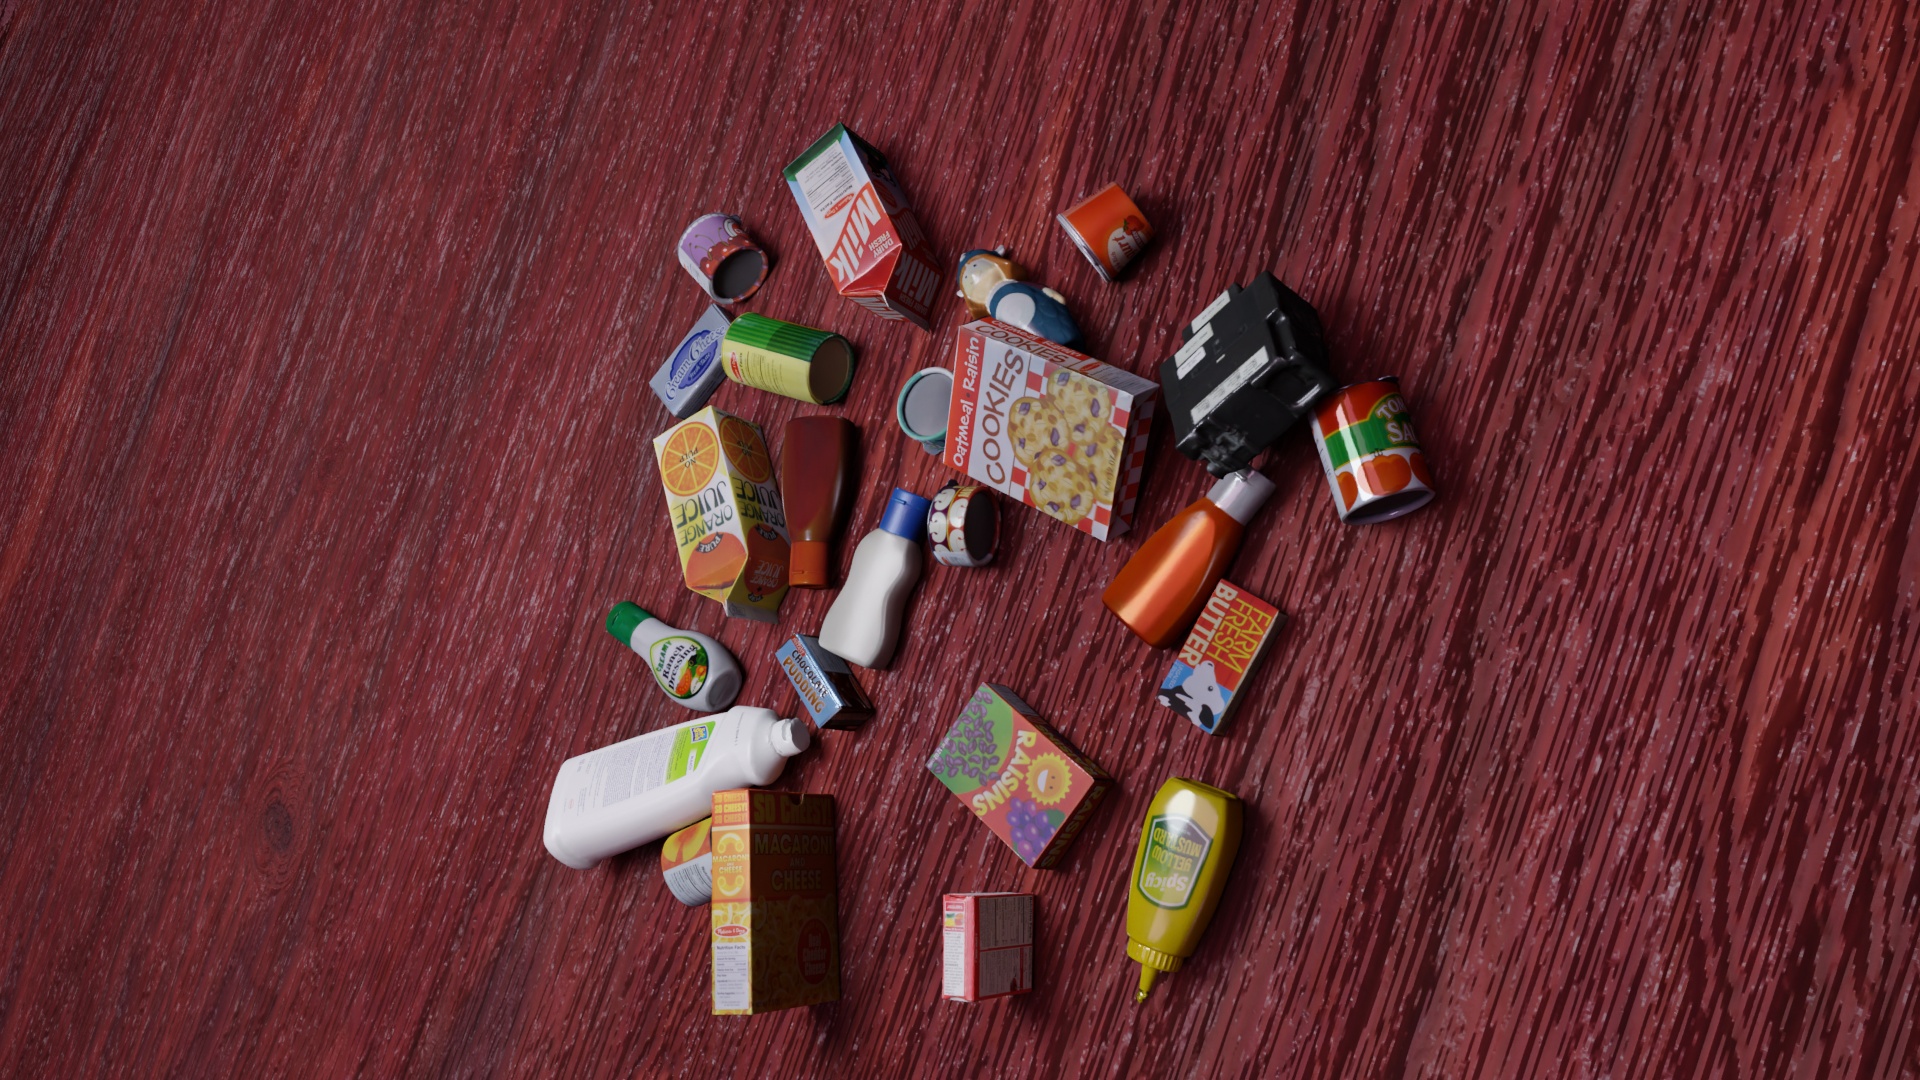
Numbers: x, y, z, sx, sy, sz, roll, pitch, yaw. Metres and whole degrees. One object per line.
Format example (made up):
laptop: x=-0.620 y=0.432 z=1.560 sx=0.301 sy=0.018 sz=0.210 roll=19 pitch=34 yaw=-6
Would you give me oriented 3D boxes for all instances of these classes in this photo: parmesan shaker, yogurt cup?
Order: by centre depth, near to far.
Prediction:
yogurt cup: x=0.117 y=-0.248 z=1.105 sx=0.054 sy=0.072 sz=0.072 roll=-38 pitch=63 yaw=9
parmesan shaker: x=-0.153 y=-0.160 z=1.243 sx=0.103 sy=0.071 sz=0.071 roll=18 pitch=88 yaw=31

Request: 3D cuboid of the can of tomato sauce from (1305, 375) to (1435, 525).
can of tomato sauce: x=0.285 y=-0.061 z=0.961 sx=0.071 sy=0.071 sz=0.083 roll=-22 pitch=70 yaw=25

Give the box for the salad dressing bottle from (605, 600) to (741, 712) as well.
salad dressing bottle: x=-0.262 y=0.102 z=1.258 sx=0.148 sy=0.044 sz=0.064 roll=28 pitch=93 yaw=32

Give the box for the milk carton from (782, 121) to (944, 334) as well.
milk carton: x=-0.079 y=-0.265 z=1.218 sx=0.073 sy=0.072 sz=0.191 roll=-35 pitch=63 yaw=20

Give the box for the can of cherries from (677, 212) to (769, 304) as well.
can of cherries: x=-0.221 y=-0.266 z=1.304 sx=0.071 sy=0.071 sz=0.058 roll=-50 pitch=60 yaw=12

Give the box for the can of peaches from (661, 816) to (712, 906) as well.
can of peaches: x=-0.210 y=0.269 z=1.178 sx=0.058 sy=0.071 sz=0.071 roll=-27 pitch=67 yaw=23

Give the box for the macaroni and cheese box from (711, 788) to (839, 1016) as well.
macaroni and cheese box: x=-0.145 y=0.283 z=1.101 sx=0.040 sy=0.123 sz=0.167 roll=-10 pitch=74 yaw=26

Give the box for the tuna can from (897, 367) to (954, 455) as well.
tuna can: x=-0.019 y=-0.109 z=1.170 sx=0.071 sy=0.033 sz=0.071 roll=-7 pitch=75 yaw=29

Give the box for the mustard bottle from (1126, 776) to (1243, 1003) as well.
mustard bottle: x=0.151 y=0.250 z=0.979 sx=0.065 sy=0.049 sz=0.160 roll=15 pitch=86 yaw=34

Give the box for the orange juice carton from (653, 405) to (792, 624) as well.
orange juice carton: x=-0.205 y=-0.016 z=1.235 sx=0.073 sy=0.072 sz=0.193 roll=-28 pitch=66 yaw=23

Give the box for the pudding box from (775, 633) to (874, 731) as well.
pudding box: x=-0.114 y=0.119 z=1.163 sx=0.030 sy=0.049 sz=0.084 roll=-45 pitch=61 yaw=16

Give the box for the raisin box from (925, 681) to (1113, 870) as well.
raisin box: x=0.044 y=0.179 z=1.064 sx=0.123 sy=0.040 sz=0.086 roll=39 pitch=99 yaw=32

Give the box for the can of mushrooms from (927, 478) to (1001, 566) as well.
can of mushrooms: x=0.004 y=-0.014 z=1.115 sx=0.033 sy=0.071 sz=0.071 roll=2 pitch=80 yaw=30

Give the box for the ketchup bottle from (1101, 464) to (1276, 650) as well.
ketchup bottle: x=0.172 y=0.007 z=1.025 sx=0.065 sy=0.043 sz=0.148 roll=44 pitch=102 yaw=31

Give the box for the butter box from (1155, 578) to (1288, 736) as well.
butter box: x=0.189 y=0.085 z=1.009 sx=0.053 sy=0.024 sz=0.103 roll=30 pitch=95 yaw=31

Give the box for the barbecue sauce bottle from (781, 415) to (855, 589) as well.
barbecue sauce bottle: x=-0.127 y=-0.033 z=1.210 sx=0.065 sy=0.043 sz=0.148 roll=-3 pitch=78 yaw=30

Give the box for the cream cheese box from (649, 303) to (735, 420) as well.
cream cheese box: x=-0.247 y=-0.169 z=1.322 sx=0.103 sy=0.024 sz=0.053 roll=-48 pitch=60 yaw=12

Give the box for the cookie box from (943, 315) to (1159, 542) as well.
cookie box: x=0.066 y=-0.089 z=1.081 sx=0.168 sy=0.040 sz=0.122 roll=27 pitch=124 yaw=32

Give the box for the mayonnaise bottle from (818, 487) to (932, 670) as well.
mayonnaise bottle: x=-0.065 y=0.030 z=1.161 sx=0.065 sy=0.041 sz=0.148 roll=22 pitch=89 yaw=31
